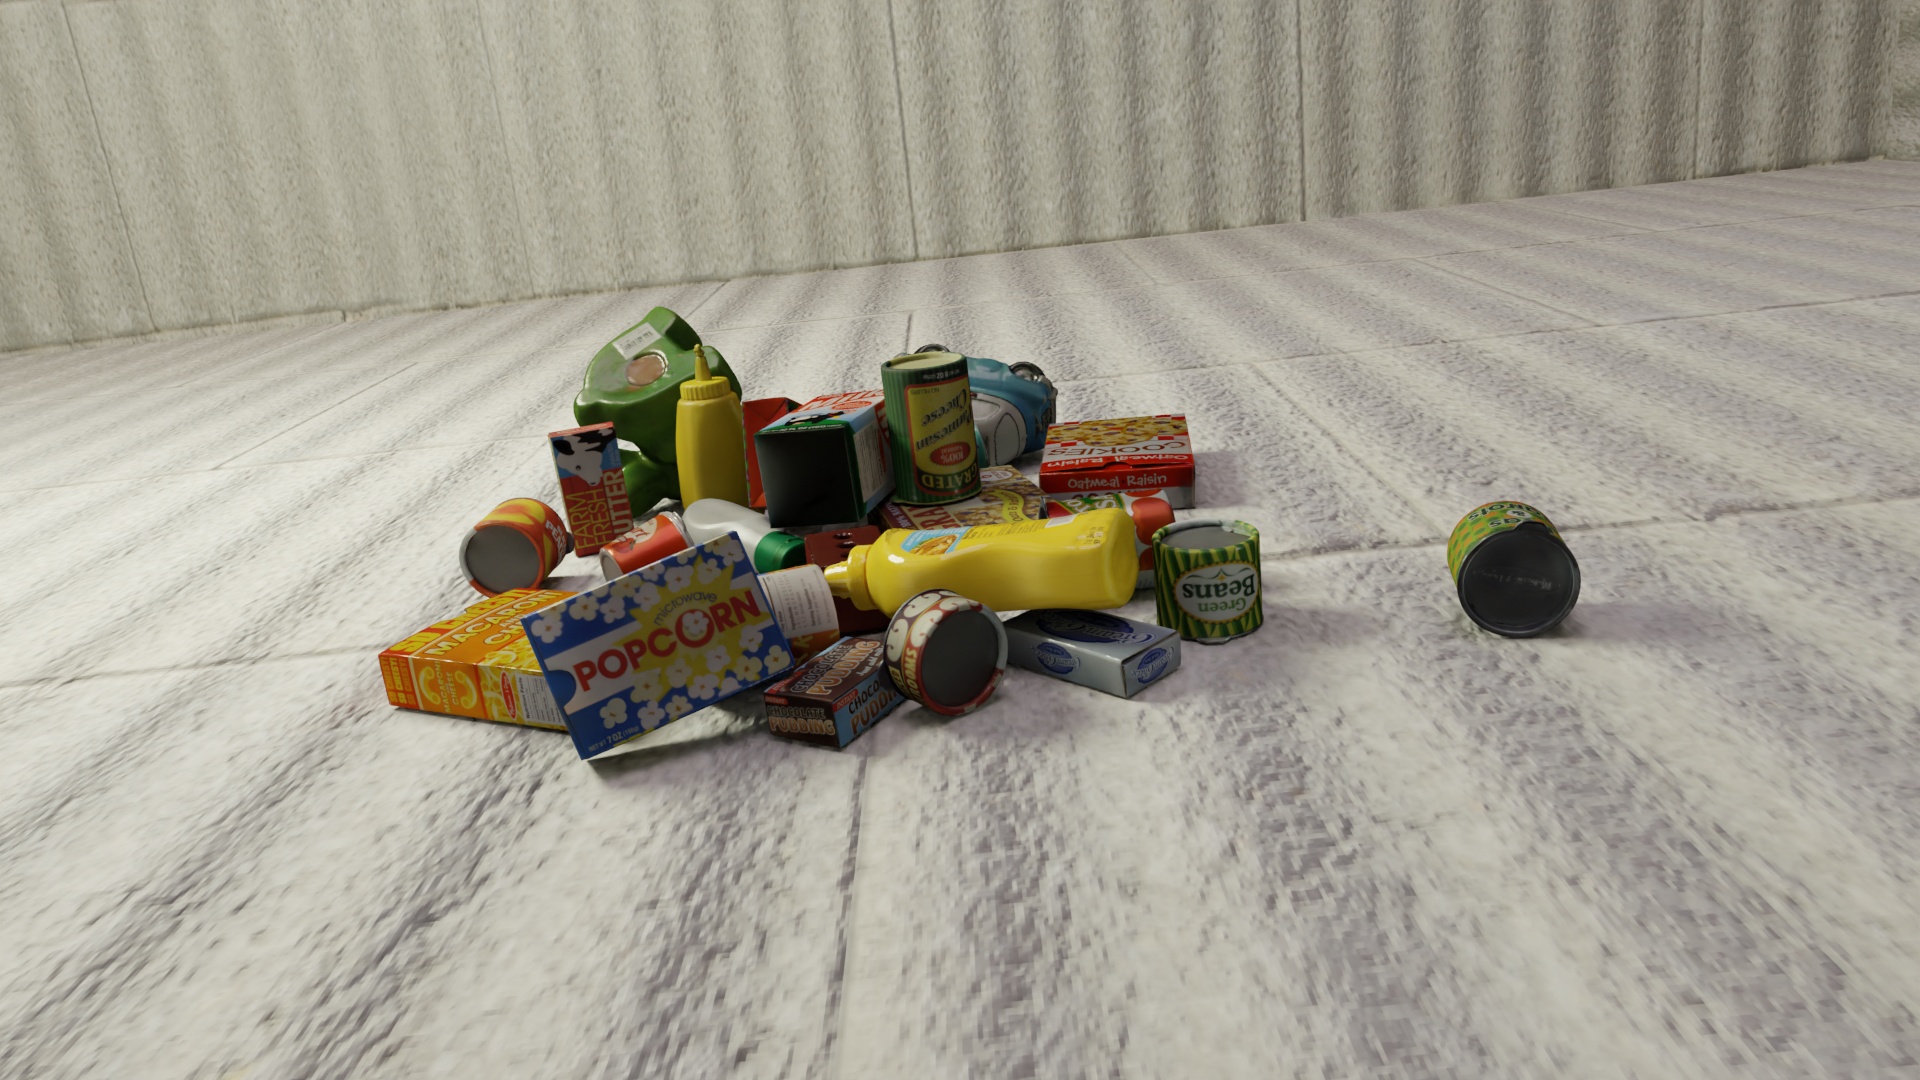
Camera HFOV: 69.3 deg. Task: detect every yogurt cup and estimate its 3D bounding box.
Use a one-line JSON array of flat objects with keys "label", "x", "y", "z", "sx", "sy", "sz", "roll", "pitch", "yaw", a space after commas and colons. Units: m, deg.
[{"label": "yogurt cup", "x": -0.219, "y": 0.020, "z": 0.984, "sx": 0.054, "sy": 0.072, "sz": 0.072, "roll": -25, "pitch": 25, "yaw": -27}]

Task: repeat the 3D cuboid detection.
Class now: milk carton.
[{"label": "milk carton", "x": -0.089, "y": -0.071, "z": 1.077, "sx": 0.072, "sy": 0.073, "sz": 0.191, "roll": -4, "pitch": 16, "yaw": 15}]

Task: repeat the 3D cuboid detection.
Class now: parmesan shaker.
[{"label": "parmesan shaker", "x": -0.025, "y": -0.085, "z": 1.043, "sx": 0.071, "sy": 0.102, "sz": 0.071, "roll": -6, "pitch": 17, "yaw": 2}]

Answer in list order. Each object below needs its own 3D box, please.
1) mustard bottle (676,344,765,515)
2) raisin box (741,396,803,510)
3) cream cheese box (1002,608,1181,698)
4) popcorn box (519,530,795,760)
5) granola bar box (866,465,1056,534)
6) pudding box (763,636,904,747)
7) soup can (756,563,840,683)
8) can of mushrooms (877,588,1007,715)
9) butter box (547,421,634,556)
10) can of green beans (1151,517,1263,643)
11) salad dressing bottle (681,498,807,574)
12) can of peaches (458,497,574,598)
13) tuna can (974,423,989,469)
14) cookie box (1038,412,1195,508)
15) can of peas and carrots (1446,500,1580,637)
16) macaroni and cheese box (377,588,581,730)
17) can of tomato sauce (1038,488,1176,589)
[{"label": "mustard bottle", "x": -0.200, "y": -0.081, "z": 1.130, "sx": 0.065, "sy": 0.159, "sz": 0.049, "roll": -15, "pitch": 18, "yaw": -30}, {"label": "raisin box", "x": -0.138, "y": -0.067, "z": 1.129, "sx": 0.040, "sy": 0.086, "sz": 0.123, "roll": -6, "pitch": -3, "yaw": 8}, {"label": "cream cheese box", "x": 0.074, "y": 0.062, "z": 0.818, "sx": 0.053, "sy": 0.024, "sz": 0.104, "roll": -22, "pitch": 24, "yaw": -40}, {"label": "popcorn box", "x": -0.166, "y": 0.057, "z": 0.771, "sx": 0.127, "sy": 0.085, "sz": 0.038, "roll": -24, "pitch": -2, "yaw": -17}, {"label": "granola bar box", "x": 0.004, "y": -0.013, "z": 1.048, "sx": 0.124, "sy": 0.039, "sz": 0.166, "roll": -10, "pitch": 18, "yaw": -12}, {"label": "pudding box", "x": -0.066, "y": 0.084, "z": 0.786, "sx": 0.049, "sy": 0.030, "sz": 0.084, "roll": 4, "pitch": 20, "yaw": 31}, {"label": "soup can", "x": -0.122, "y": 0.055, "z": 0.843, "sx": 0.084, "sy": 0.071, "sz": 0.071, "roll": -11, "pitch": 18, "yaw": -18}, {"label": "can of mushrooms", "x": -0.009, "y": 0.064, "z": 0.775, "sx": 0.071, "sy": 0.070, "sz": 0.033, "roll": -19, "pitch": 22, "yaw": -34}, {"label": "butter box", "x": -0.299, "y": -0.042, "z": 1.133, "sx": 0.053, "sy": 0.103, "sz": 0.024, "roll": -12, "pitch": 18, "yaw": -15}, {"label": "can of green beans", "x": 0.153, "y": 0.023, "z": 0.857, "sx": 0.071, "sy": 0.057, "sz": 0.071, "roll": -6, "pitch": 18, "yaw": 2}, {"label": "salad dressing bottle", "x": -0.158, "y": 0.003, "z": 1.047, "sx": 0.064, "sy": 0.044, "sz": 0.148, "roll": -11, "pitch": 19, "yaw": -36}, {"label": "can of peaches", "x": -0.337, "y": 0.007, "z": 1.057, "sx": 0.071, "sy": 0.071, "sz": 0.058, "roll": -5, "pitch": 18, "yaw": 4}, {"label": "tuna can", "x": -0.004, "y": -0.072, "z": 1.179, "sx": 0.033, "sy": 0.070, "sz": 0.071, "roll": -14, "pitch": 19, "yaw": -19}, {"label": "cookie box", "x": 0.132, "y": -0.067, "z": 1.167, "sx": 0.123, "sy": 0.040, "sz": 0.168, "roll": -4, "pitch": 18, "yaw": 8}, {"label": "can of peas and carrots", "x": 0.321, "y": 0.013, "z": 0.811, "sx": 0.071, "sy": 0.070, "sz": 0.059, "roll": -2, "pitch": 18, "yaw": 13}, {"label": "macaroni and cheese box", "x": -0.258, "y": 0.070, "z": 0.875, "sx": 0.166, "sy": 0.040, "sz": 0.124, "roll": 3, "pitch": 19, "yaw": 26}, {"label": "can of tomato sauce", "x": 0.098, "y": 0.000, "z": 0.925, "sx": 0.083, "sy": 0.071, "sz": 0.071, "roll": -7, "pitch": 18, "yaw": -4}]
